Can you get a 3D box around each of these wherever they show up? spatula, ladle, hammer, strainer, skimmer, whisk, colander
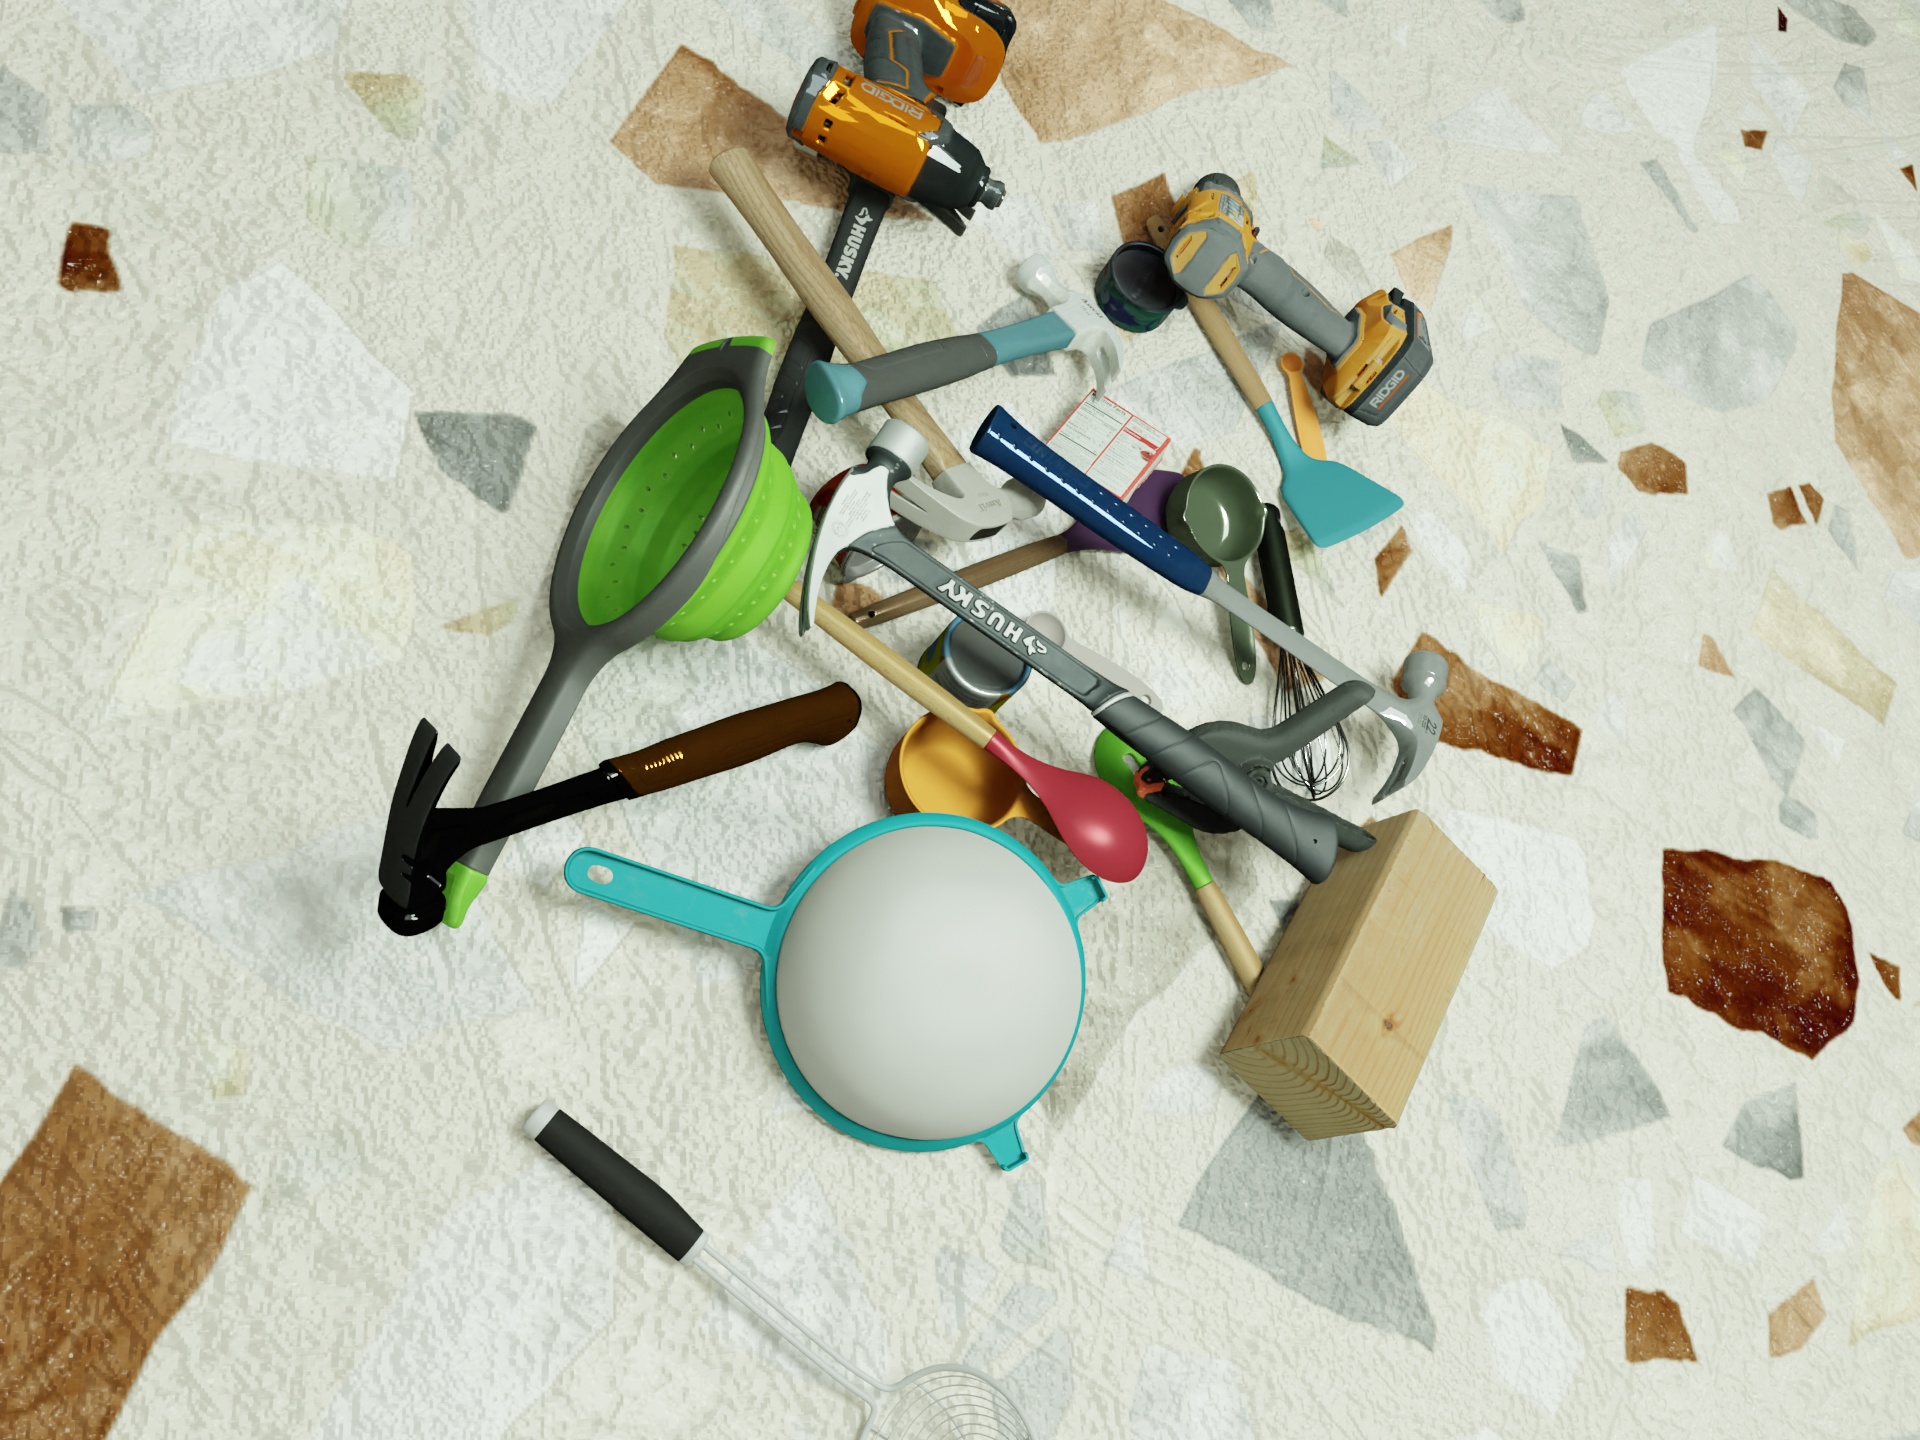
[{"bbox_3d":[0.235,-0.279,1.275,0.082,0.044,0.317,-28,81,-11],"label":"spatula"},{"bbox_3d":[-0.002,-0.003,1.031,0.315,0.031,0.069,37,45,0],"label":"ladle"},{"bbox_3d":[-0.094,-0.293,1.158,0.146,0.035,0.335,22,65,-12],"label":"hammer"},{"bbox_3d":[-0.179,0.022,0.931,0.034,0.127,0.337,40,36,25],"label":"hammer"},{"bbox_3d":[0.053,-0.123,1.161,0.316,0.018,0.060,-24,84,-28],"label":"spatula"},{"bbox_3d":[-0.067,0.139,0.944,0.340,0.095,0.211,21,80,-15],"label":"strainer"},{"bbox_3d":[0.006,-0.258,1.115,0.128,0.033,0.331,47,41,12],"label":"hammer"},{"bbox_3d":[0.080,-0.018,1.024,0.408,0.036,0.149,35,73,-9],"label":"hammer"},{"bbox_3d":[0.180,-0.089,1.122,0.405,0.035,0.144,32,51,-13],"label":"hammer"},{"bbox_3d":[-0.107,0.343,0.885,0.363,0.090,0.127,40,93,-1],"label":"skimmer"},{"bbox_3d":[-0.074,-0.262,1.103,0.130,0.031,0.331,-27,79,-49],"label":"hammer"},{"bbox_3d":[0.248,-0.056,1.200,0.057,0.059,0.246,35,45,-57],"label":"whisk"},{"bbox_3d":[-0.194,-0.044,0.981,0.094,0.205,0.397,32,78,-35],"label":"colander"}]

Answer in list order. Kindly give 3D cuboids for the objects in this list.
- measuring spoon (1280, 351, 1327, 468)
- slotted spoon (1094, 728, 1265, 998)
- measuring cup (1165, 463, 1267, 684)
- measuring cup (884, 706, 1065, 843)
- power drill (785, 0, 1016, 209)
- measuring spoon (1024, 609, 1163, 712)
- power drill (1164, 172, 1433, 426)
[{"bbox_3d":[0.281,-0.247,1.302,0.021,0.011,0.117,-7,77,-15],"label":"measuring spoon"},{"bbox_3d":[0.185,0.137,1.112,0.070,0.031,0.314,-24,82,-25],"label":"slotted spoon"},{"bbox_3d":[0.197,-0.109,1.208,0.083,0.038,0.167,-9,92,-31],"label":"measuring cup"},{"bbox_3d":[0.029,0.060,1.066,0.173,0.052,0.095,30,63,-11],"label":"measuring cup"},{"bbox_3d":[-0.026,-0.473,1.198,0.164,0.084,0.227,25,49,-11],"label":"power drill"},{"bbox_3d":[0.094,-0.037,1.151,0.124,0.018,0.034,32,62,-15],"label":"measuring spoon"},{"bbox_3d":[0.265,-0.352,1.280,0.226,0.084,0.185,32,34,-11],"label":"power drill"}]
